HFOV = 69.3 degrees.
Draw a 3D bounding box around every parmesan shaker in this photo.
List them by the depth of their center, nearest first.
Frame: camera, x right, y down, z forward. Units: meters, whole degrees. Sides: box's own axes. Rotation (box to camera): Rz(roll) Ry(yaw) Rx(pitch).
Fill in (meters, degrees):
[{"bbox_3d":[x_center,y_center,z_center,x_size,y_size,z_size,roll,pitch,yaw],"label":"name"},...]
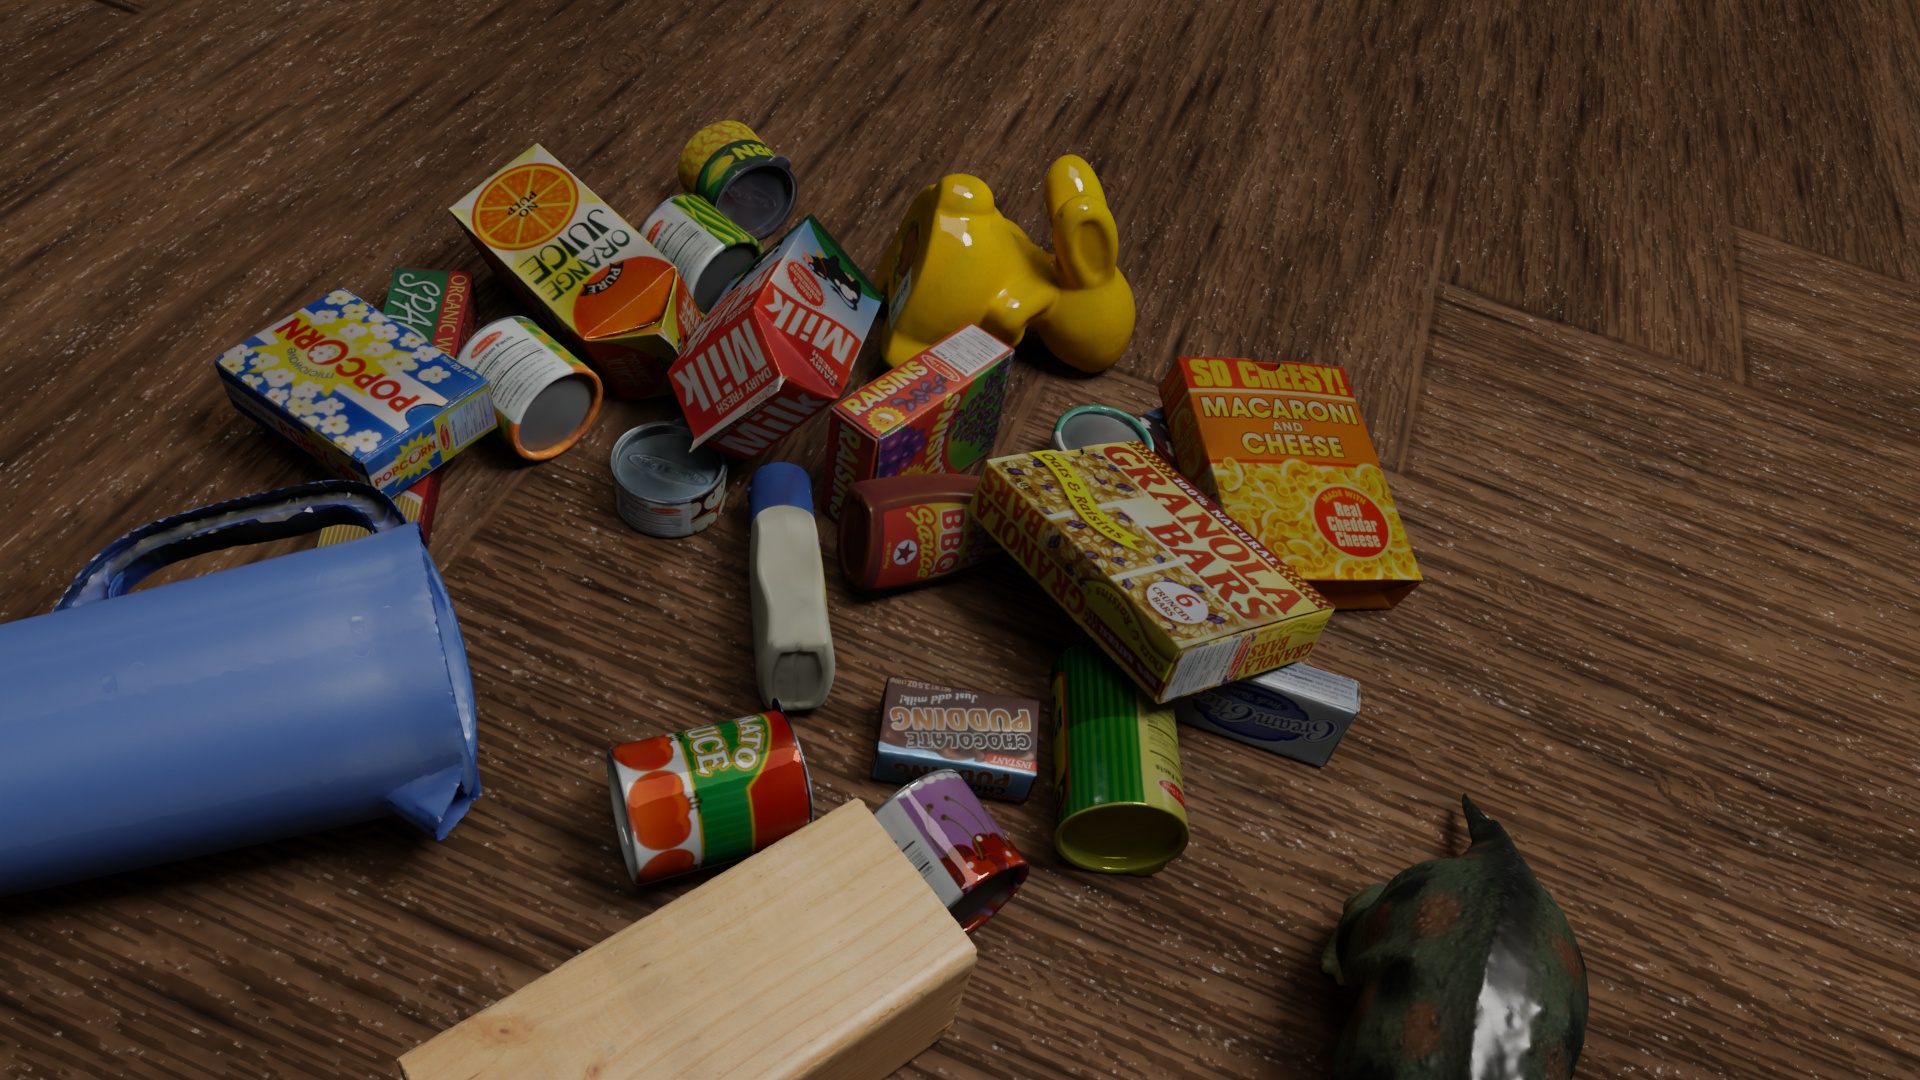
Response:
[{"bbox_3d":[0.080,0.111,0.715,0.071,0.071,0.103,7,46,-7],"label":"parmesan shaker"}]

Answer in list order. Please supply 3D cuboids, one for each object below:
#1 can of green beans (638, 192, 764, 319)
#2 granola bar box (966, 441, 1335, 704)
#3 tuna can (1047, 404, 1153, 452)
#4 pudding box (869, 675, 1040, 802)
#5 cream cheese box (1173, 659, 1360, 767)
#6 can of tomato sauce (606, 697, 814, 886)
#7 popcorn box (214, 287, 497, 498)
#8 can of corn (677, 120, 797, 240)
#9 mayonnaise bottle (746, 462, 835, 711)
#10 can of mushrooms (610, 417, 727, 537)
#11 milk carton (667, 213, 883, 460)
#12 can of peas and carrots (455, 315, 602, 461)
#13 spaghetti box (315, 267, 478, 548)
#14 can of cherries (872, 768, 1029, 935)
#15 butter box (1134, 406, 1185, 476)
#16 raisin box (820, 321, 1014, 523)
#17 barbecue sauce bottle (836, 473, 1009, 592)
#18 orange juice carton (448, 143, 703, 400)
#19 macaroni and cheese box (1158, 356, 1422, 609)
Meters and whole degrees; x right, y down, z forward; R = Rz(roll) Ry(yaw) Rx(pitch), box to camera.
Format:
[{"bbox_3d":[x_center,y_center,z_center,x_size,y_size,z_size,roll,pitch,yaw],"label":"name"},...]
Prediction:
[{"bbox_3d":[-0.173,-0.188,0.925,0.058,0.070,0.071,40,52,21],"label":"can of green beans"},{"bbox_3d":[0.102,0.009,0.755,0.124,0.038,0.166,-10,42,-39],"label":"granola bar box"},{"bbox_3d":[0.090,-0.054,0.887,0.071,0.032,0.071,6,48,-7],"label":"tuna can"},{"bbox_3d":[-0.002,0.104,0.723,0.084,0.030,0.050,10,48,-4],"label":"pudding box"},{"bbox_3d":[0.161,0.086,0.762,0.104,0.053,0.024,18,45,3],"label":"cream cheese box"},{"bbox_3d":[-0.119,0.119,0.656,0.083,0.070,0.071,-11,52,-21],"label":"can of tomato sauce"},{"bbox_3d":[-0.334,-0.082,0.769,0.127,0.038,0.085,30,51,20],"label":"popcorn box"},{"bbox_3d":[-0.158,-0.258,0.989,0.071,0.070,0.058,-23,56,-29],"label":"can of corn"},{"bbox_3d":[-0.095,0.019,0.760,0.041,0.064,0.149,-1,45,-11],"label":"mayonnaise bottle"},{"bbox_3d":[-0.169,-0.037,0.811,0.071,0.033,0.071,6,47,-7],"label":"can of mushrooms"},{"bbox_3d":[-0.110,-0.115,0.824,0.073,0.072,0.191,48,28,-20],"label":"milk carton"},{"bbox_3d":[-0.253,-0.088,0.818,0.059,0.070,0.071,38,51,20],"label":"can of peas and carrots"},{"bbox_3d":[-0.324,-0.072,0.810,0.050,0.028,0.251,2,48,-10],"label":"spaghetti box"},{"bbox_3d":[-0.008,0.151,0.656,0.072,0.071,0.058,-25,58,-30],"label":"can of cherries"},{"bbox_3d":[0.167,-0.073,0.927,0.104,0.024,0.053,-23,58,-29],"label":"butter box"},{"bbox_3d":[-0.026,-0.066,0.834,0.040,0.085,0.124,38,51,21],"label":"raisin box"},{"bbox_3d":[0.003,-0.010,0.809,0.149,0.064,0.044,-8,33,-31],"label":"barbecue sauce bottle"},{"bbox_3d":[-0.226,-0.157,0.867,0.073,0.071,0.193,-42,66,-13],"label":"orange juice carton"},{"bbox_3d":[0.204,-0.038,0.871,0.124,0.040,0.167,1,58,-18],"label":"macaroni and cheese box"}]
